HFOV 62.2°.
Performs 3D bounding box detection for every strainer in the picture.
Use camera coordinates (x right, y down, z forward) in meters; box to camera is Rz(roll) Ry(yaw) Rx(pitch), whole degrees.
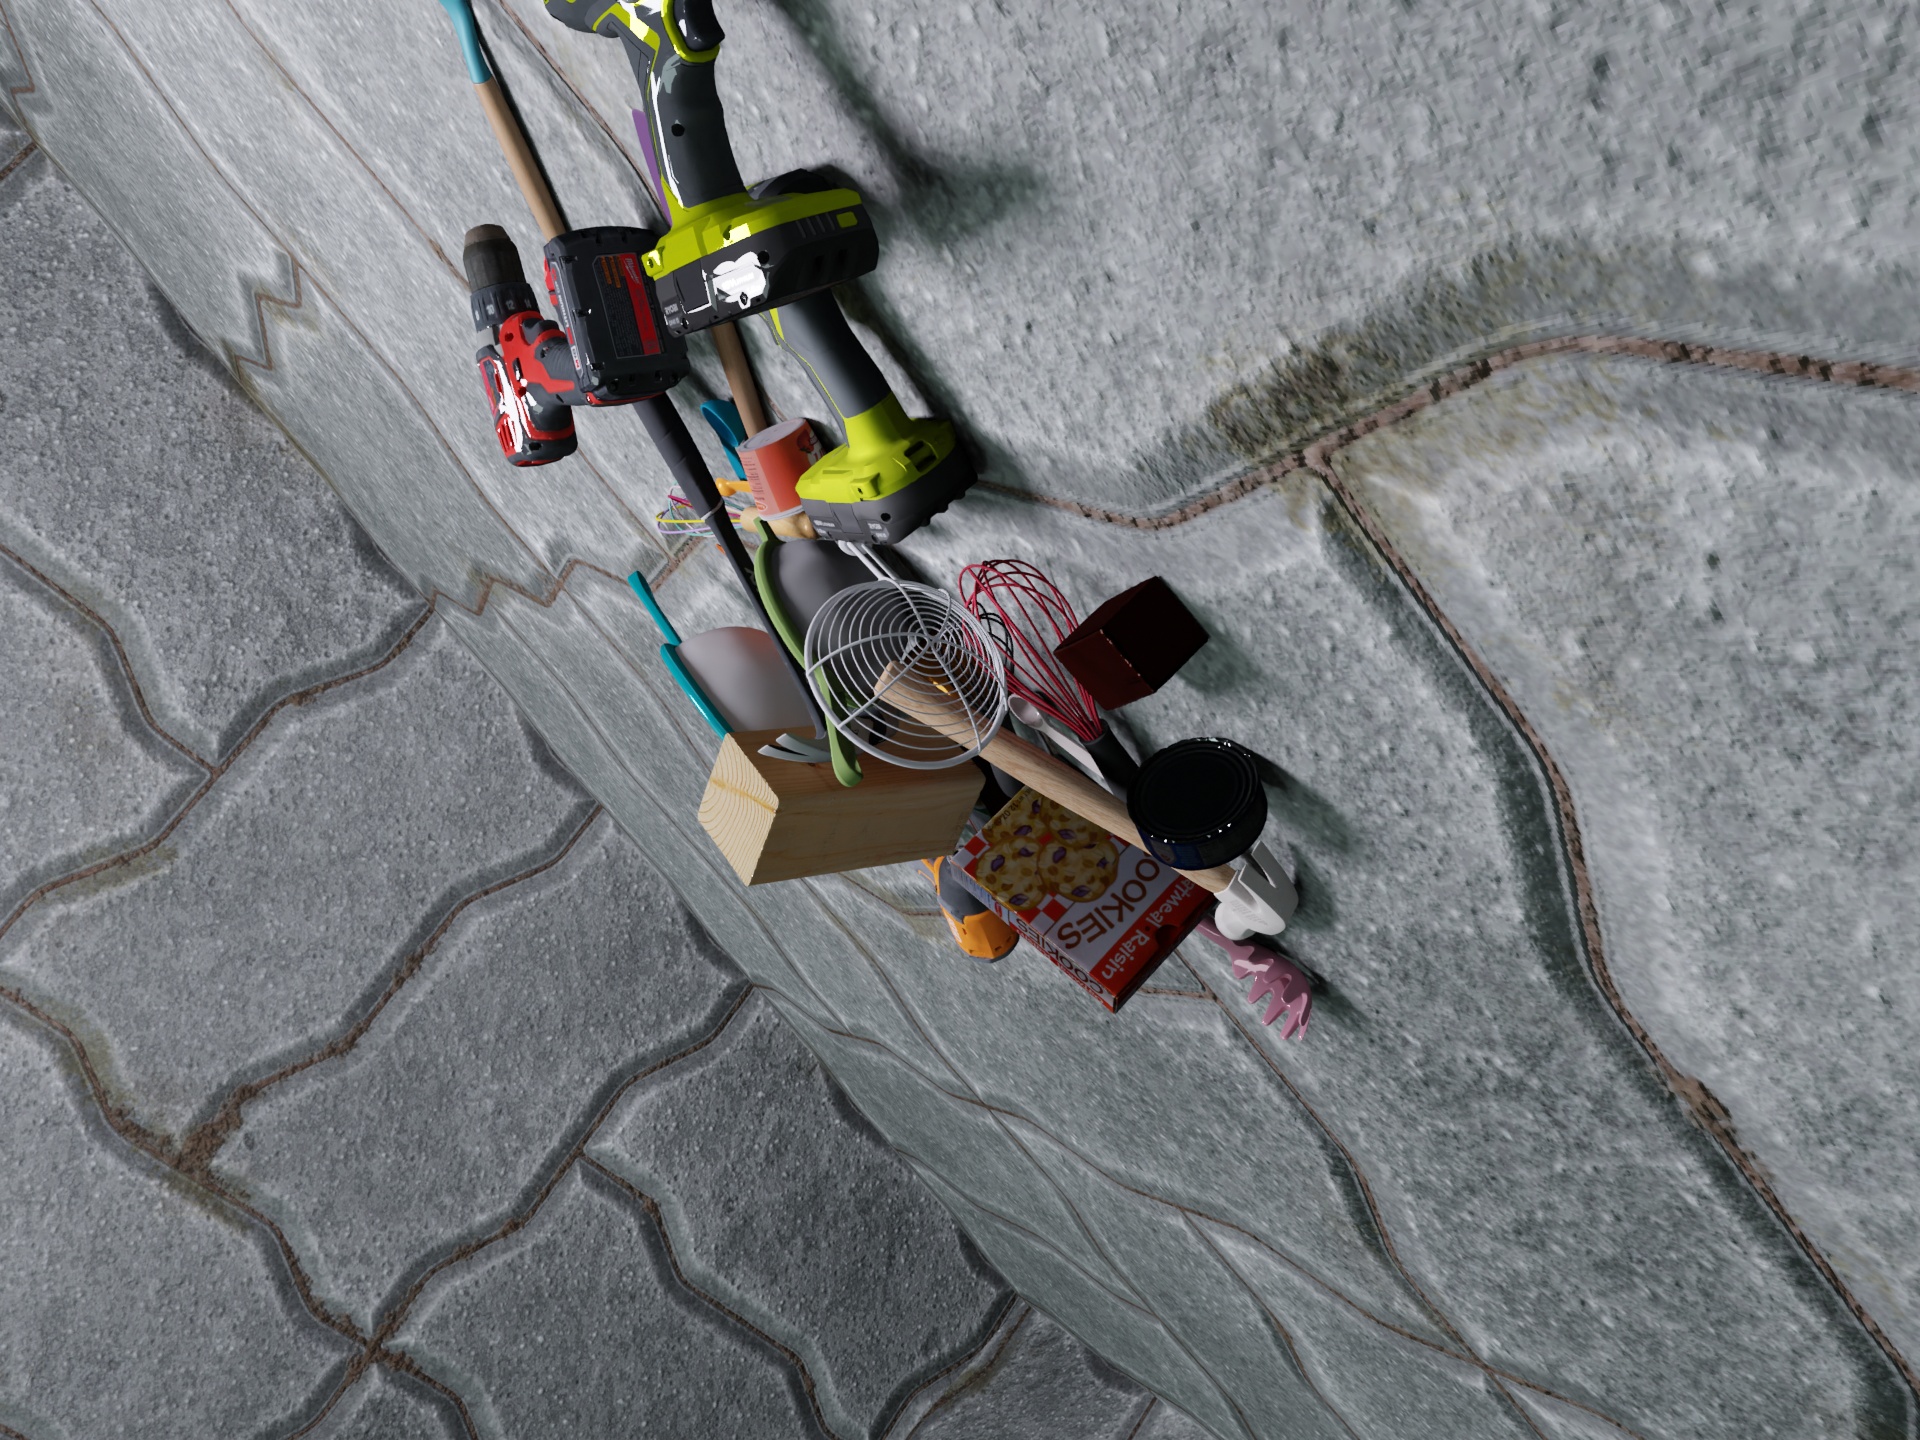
[{"bbox_3d":[-0.199,-0.051,1.448,0.341,0.095,0.210,51,178,34],"label":"strainer"},{"bbox_3d":[-0.077,-0.054,1.172,0.151,0.069,0.257,44,-160,-37],"label":"strainer"}]

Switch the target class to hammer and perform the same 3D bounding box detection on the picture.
[{"bbox_3d":[0.088,0.054,1.103,0.331,0.031,0.130,31,161,-3],"label":"hammer"},{"bbox_3d":[-0.188,-0.147,1.236,0.036,0.149,0.409,-31,87,30],"label":"hammer"}]

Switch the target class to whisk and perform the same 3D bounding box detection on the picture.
[{"bbox_3d":[0.082,-0.005,1.091,0.073,0.073,0.295,22,156,50],"label":"whisk"},{"bbox_3d":[0.025,-0.007,1.168,0.055,0.055,0.238,36,161,29],"label":"whisk"},{"bbox_3d":[-0.186,-0.174,1.344,0.047,0.051,0.245,8,-176,-41],"label":"whisk"}]

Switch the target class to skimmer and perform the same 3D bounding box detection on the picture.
[{"bbox_3d":[-0.065,-0.076,1.056,0.127,0.090,0.364,9,-163,-19],"label":"skimmer"}]

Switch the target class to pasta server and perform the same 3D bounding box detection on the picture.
[{"bbox_3d":[0.154,0.141,1.252,0.316,0.040,0.060,35,152,33],"label":"pasta server"}]

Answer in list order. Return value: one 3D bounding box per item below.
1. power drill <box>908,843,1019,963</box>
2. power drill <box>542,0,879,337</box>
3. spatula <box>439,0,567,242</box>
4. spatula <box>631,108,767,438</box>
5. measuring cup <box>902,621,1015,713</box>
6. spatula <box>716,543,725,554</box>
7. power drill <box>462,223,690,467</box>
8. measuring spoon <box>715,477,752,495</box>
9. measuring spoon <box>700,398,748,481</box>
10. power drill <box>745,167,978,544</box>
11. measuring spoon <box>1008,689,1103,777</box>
[{"bbox_3d":[-0.038,0.111,1.480,0.227,0.084,0.164,43,164,31],"label":"power drill"},{"bbox_3d":[-0.123,-0.323,0.795,0.191,0.080,0.228,0,112,52],"label":"power drill"},{"bbox_3d":[-0.343,-0.434,1.147,0.082,0.044,0.317,26,154,29],"label":"spatula"},{"bbox_3d":[-0.169,-0.284,1.118,0.060,0.018,0.315,34,156,29],"label":"spatula"},{"bbox_3d":[-0.002,-0.004,1.264,0.095,0.052,0.173,37,156,25],"label":"measuring cup"},{"bbox_3d":[-0.147,-0.058,1.480,0.081,0.041,0.322,35,158,28],"label":"spatula"},{"bbox_3d":[-0.302,-0.300,1.187,0.227,0.080,0.188,-7,98,53],"label":"power drill"},{"bbox_3d":[-0.162,-0.184,1.287,0.117,0.011,0.021,15,162,45],"label":"measuring spoon"},{"bbox_3d":[-0.176,-0.220,1.272,0.042,0.021,0.128,41,169,17],"label":"measuring spoon"},{"bbox_3d":[-0.094,-0.226,0.998,0.171,0.080,0.223,13,138,56],"label":"power drill"},{"bbox_3d":[0.089,0.016,1.184,0.124,0.018,0.034,37,156,6],"label":"measuring spoon"}]
